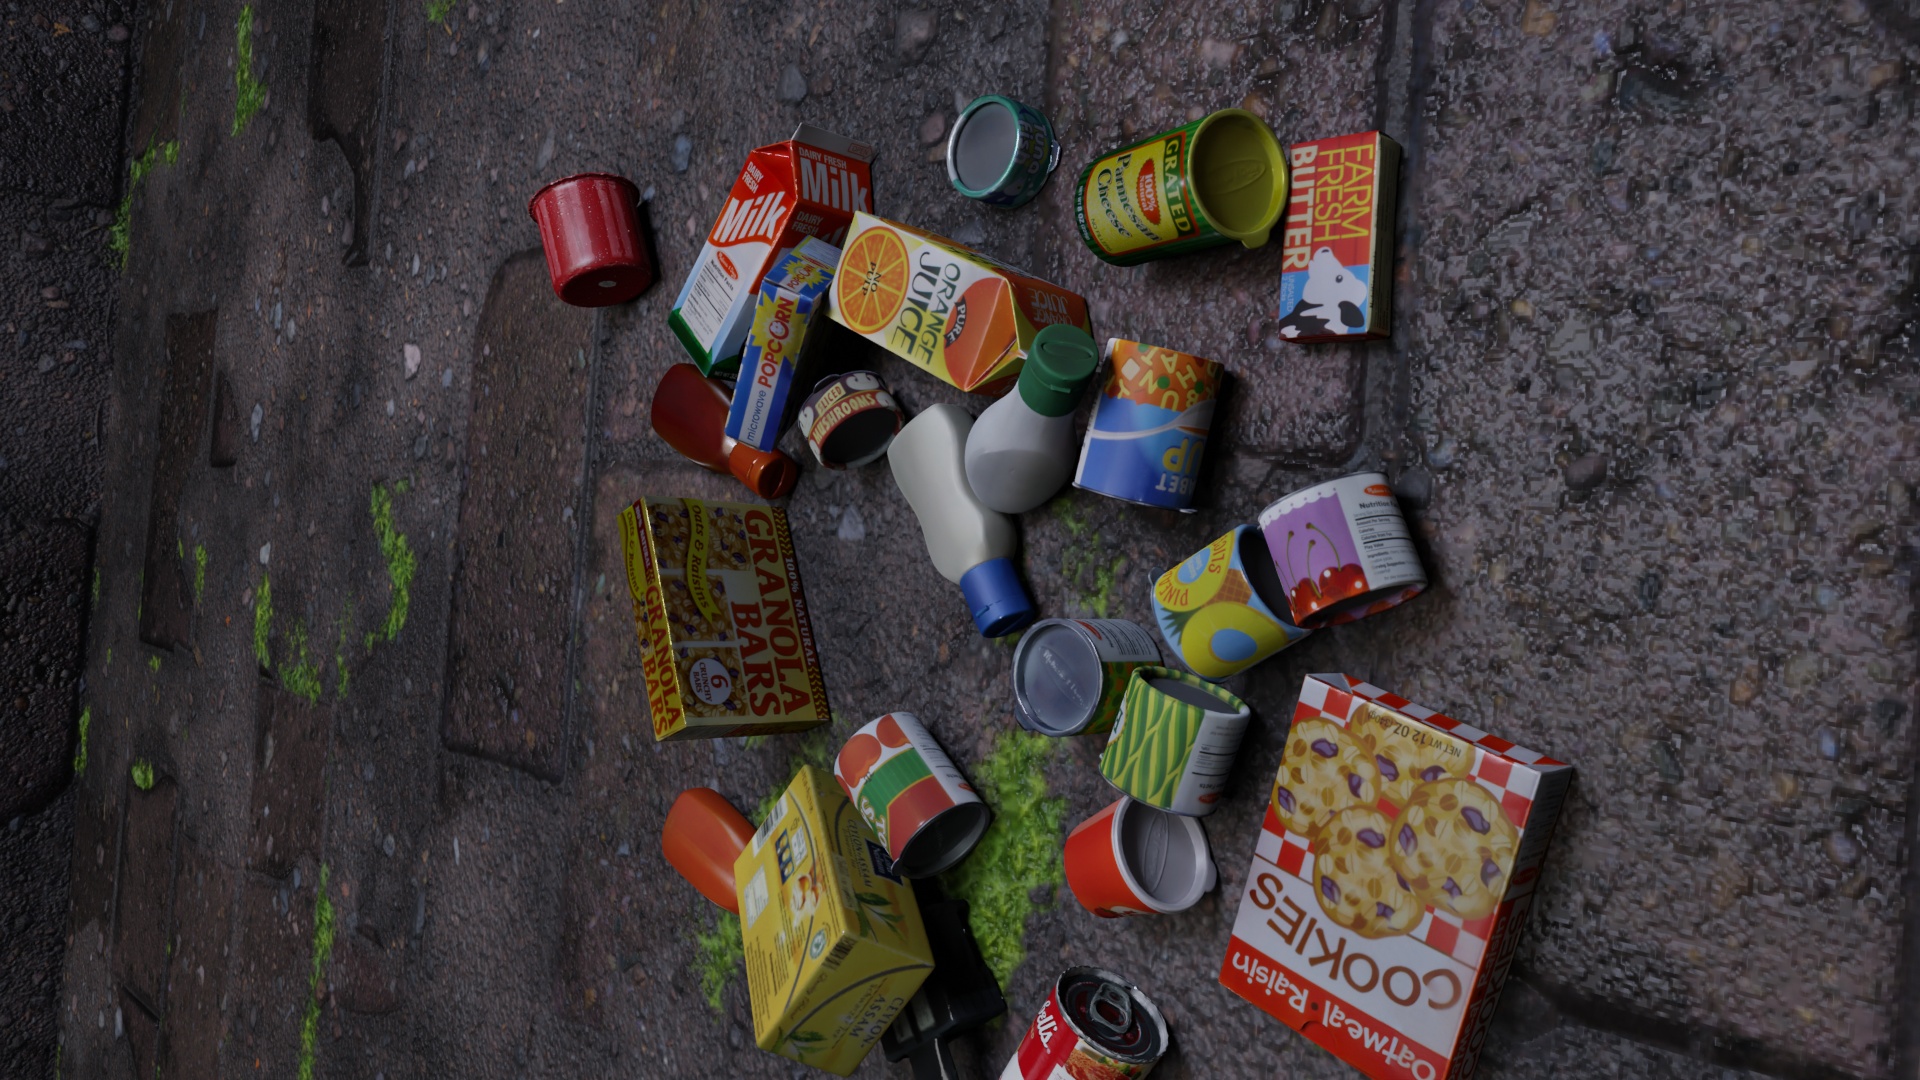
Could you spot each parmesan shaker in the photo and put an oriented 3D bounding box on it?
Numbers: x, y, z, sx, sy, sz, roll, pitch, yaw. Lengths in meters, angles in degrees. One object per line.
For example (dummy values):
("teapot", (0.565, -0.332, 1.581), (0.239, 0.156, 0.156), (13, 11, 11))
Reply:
("parmesan shaker", (0.116, -0.183, 0.744), (0.103, 0.071, 0.071), (2, 88, 60))

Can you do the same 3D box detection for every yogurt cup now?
("yogurt cup", (0.093, 0.173, 0.754), (0.053, 0.072, 0.072), (-35, 63, 46))

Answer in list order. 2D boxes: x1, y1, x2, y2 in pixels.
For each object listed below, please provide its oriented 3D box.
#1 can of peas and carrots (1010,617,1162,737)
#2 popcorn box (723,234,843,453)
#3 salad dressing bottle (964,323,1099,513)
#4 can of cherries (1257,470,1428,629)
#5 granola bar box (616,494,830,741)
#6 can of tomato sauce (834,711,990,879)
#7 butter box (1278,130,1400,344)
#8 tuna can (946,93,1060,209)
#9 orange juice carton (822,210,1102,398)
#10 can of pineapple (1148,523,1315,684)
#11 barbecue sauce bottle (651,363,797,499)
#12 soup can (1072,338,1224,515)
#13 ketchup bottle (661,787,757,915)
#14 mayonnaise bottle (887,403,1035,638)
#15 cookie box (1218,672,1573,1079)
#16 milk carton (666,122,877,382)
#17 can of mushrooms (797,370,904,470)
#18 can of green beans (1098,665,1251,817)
("can of peas and carrots", (0.071, 0.079, 0.786), (0.071, 0.059, 0.071), (-4, 84, 45))
("popcorn box", (-0.118, -0.134, 0.951), (0.038, 0.085, 0.126), (23, 124, 3))
("salad dressing bottle", (0.042, -0.067, 0.789), (0.147, 0.064, 0.044), (114, 164, -62))
("can of cherries", (0.185, 0.007, 0.678), (0.071, 0.071, 0.058), (-30, 68, 39))
("granola bar box", (-0.166, 0.055, 0.972), (0.039, 0.124, 0.166), (-30, 66, 39))
("can of tomato sauce", (-0.033, 0.160, 0.873), (0.083, 0.071, 0.071), (48, 119, 36))
("butter box", (0.193, -0.154, 0.711), (0.053, 0.024, 0.103), (2, 88, 44))
("tuna can", (0.026, -0.245, 0.875), (0.071, 0.033, 0.071), (-4, 83, 44))
("orange juice carton", (0.005, -0.139, 0.860), (0.193, 0.072, 0.072), (33, 110, 41))
("can of pineapple", (0.140, 0.031, 0.716), (0.057, 0.071, 0.071), (-37, 62, 35))
("barbecue sauce bottle", (-0.180, -0.079, 1.054), (0.149, 0.044, 0.064), (37, 112, 39))
("soup can", (0.106, -0.062, 0.761), (0.071, 0.071, 0.083), (20, 100, 43))
("ketchup bottle", (-0.160, 0.240, 1.007), (0.149, 0.043, 0.064), (29, 107, 42))
("mayonnaise bottle", (0.003, -0.011, 0.873), (0.064, 0.041, 0.148), (-41, 61, 36))
("cookie box", (0.202, 0.163, 0.664), (0.123, 0.040, 0.167), (22, 102, 43))
("milk carton", (-0.130, -0.208, 0.997), (0.074, 0.072, 0.189), (52, 122, 34))
("can of mushrooms", (-0.074, -0.081, 0.932), (0.070, 0.071, 0.033), (-49, 58, 30))
("can of green beans", (0.114, 0.105, 0.737), (0.071, 0.071, 0.057), (28, 106, 42))
